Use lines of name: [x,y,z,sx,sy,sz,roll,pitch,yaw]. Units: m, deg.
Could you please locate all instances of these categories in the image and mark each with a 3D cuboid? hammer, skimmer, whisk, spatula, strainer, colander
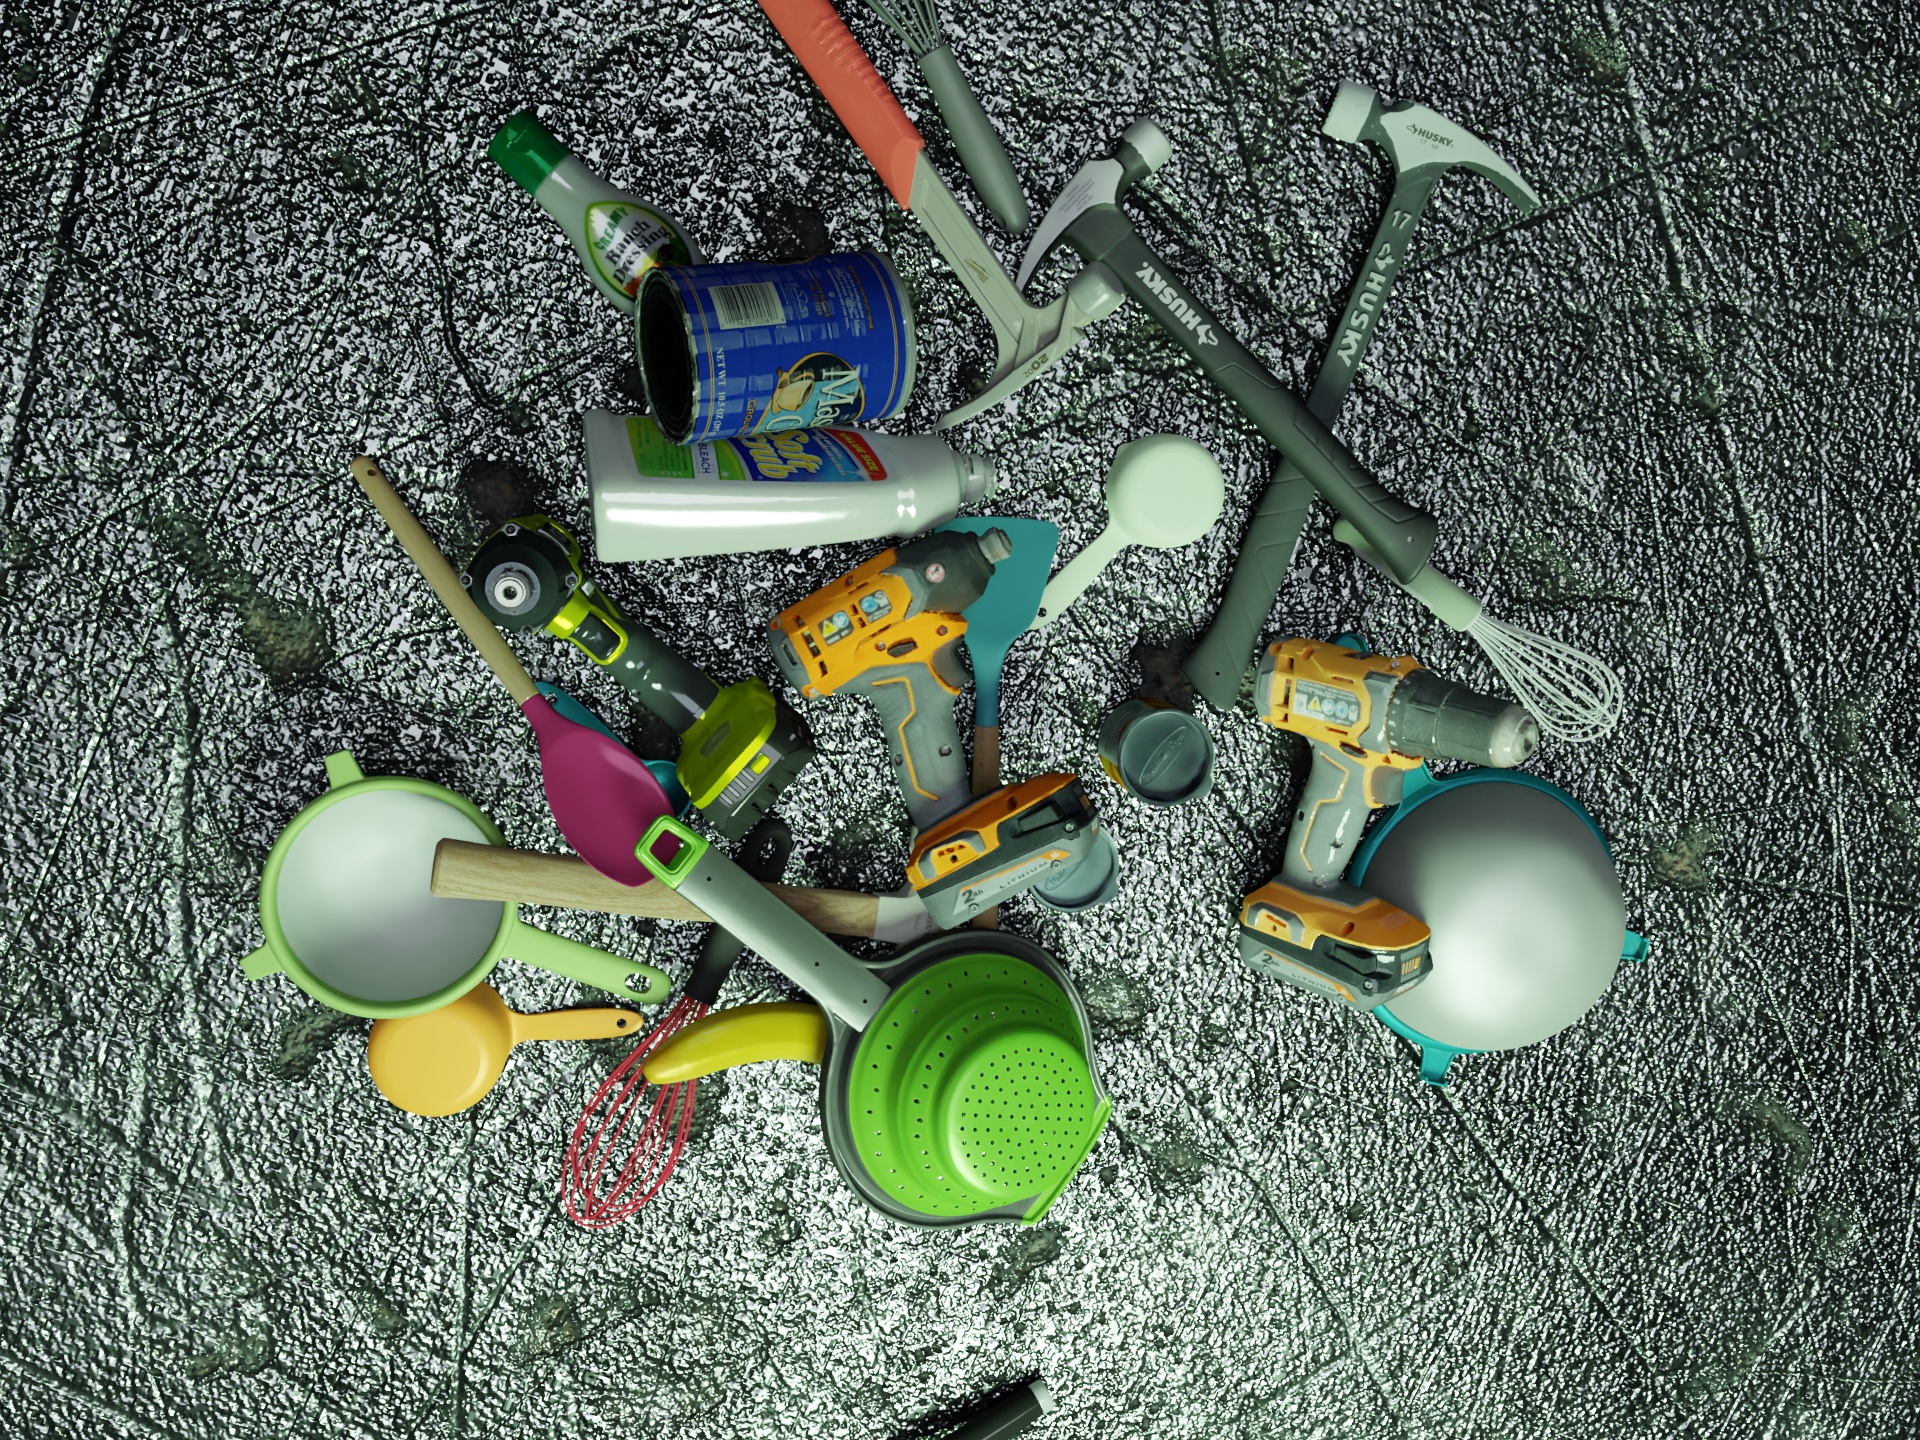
hammer: [-0.057,-0.360,0.976,0.149,0.037,0.359,-33,96,29]
skimmer: [-0.103,0.561,1.129,0.363,0.090,0.127,-26,99,-14]
hammer: [0.242,-0.200,1.053,0.149,0.036,0.409,21,98,1]
hammer: [-0.163,0.114,1.009,0.331,0.031,0.130,9,88,-21]
whisk: [-0.182,0.200,1.049,0.073,0.073,0.296,26,88,-12]
whisk: [-0.018,-0.411,0.986,0.055,0.055,0.238,-30,106,-3]
hammer: [0.178,-0.215,1.017,0.146,0.035,0.335,-44,91,3]
spatula: [0.020,0.025,1.066,0.082,0.044,0.317,2,105,4]
strainer: [0.348,0.090,1.090,0.211,0.095,0.340,-31,103,-3]
whisk: [0.355,-0.066,1.094,0.246,0.058,0.059,35,101,-7]
strainer: [-0.308,0.125,1.013,0.256,0.069,0.151,22,90,-16]
colander: [-0.037,0.191,0.993,0.396,0.094,0.204,42,76,-23]

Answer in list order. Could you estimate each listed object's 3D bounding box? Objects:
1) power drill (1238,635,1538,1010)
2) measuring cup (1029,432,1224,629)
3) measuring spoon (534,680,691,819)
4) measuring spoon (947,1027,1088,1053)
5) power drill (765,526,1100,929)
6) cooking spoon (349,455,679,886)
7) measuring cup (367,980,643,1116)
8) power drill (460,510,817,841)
power drill: [0.271,0.068,1.030,0.084,0.185,0.226,-11,110,-43]
measuring cup: [0.105,-0.120,1.050,0.167,0.038,0.083,-45,102,-2]
measuring spoon: [-0.227,0.017,1.036,0.128,0.021,0.042,41,92,-3]
measuring spoon: [0.031,0.221,1.108,0.117,0.011,0.021,3,97,-5]
power drill: [-0.002,-0.003,0.996,0.164,0.084,0.226,-29,89,13]
cooking spoon: [-0.279,-0.033,0.977,0.069,0.017,0.319,-35,87,-31]
measuring cup: [-0.296,0.209,1.033,0.173,0.052,0.095,-3,99,-7]
power drill: [-0.196,-0.032,0.954,0.223,0.171,0.080,41,92,-15]
